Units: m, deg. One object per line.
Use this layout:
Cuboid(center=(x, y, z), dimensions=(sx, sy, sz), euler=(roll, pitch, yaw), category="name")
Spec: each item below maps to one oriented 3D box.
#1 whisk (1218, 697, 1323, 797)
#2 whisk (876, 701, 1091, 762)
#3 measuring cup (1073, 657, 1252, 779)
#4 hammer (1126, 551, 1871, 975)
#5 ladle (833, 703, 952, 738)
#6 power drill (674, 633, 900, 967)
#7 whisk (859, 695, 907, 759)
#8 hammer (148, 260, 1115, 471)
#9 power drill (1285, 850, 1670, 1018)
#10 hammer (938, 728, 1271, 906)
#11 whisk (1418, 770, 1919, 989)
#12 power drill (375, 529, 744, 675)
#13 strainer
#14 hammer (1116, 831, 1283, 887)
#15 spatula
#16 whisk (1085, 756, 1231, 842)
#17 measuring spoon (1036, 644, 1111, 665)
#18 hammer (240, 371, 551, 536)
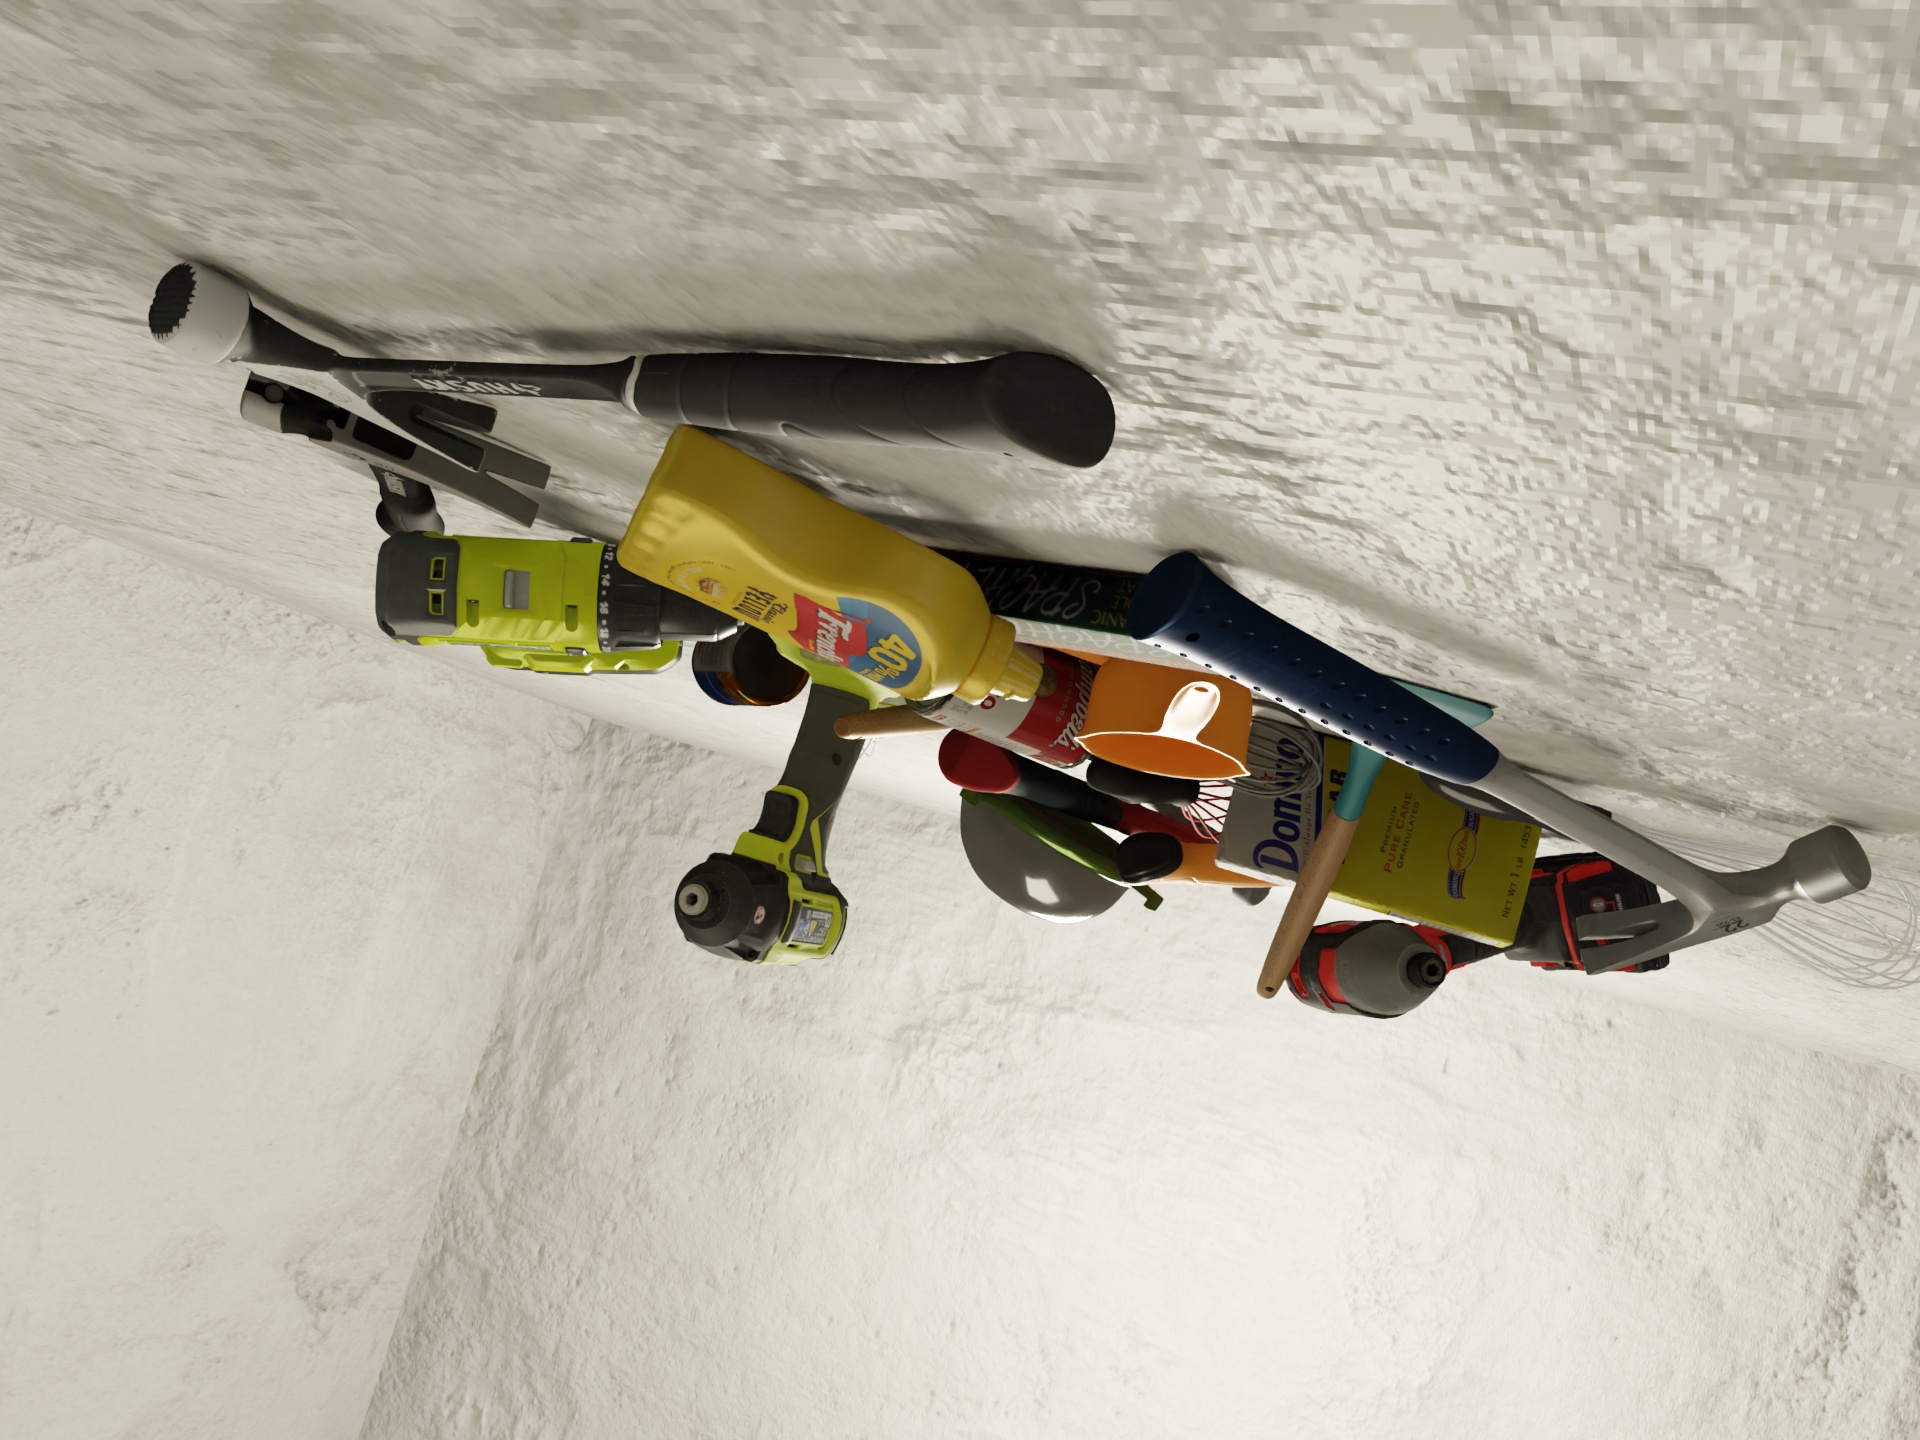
Cuboid(center=(0.103, -0.006, 0.934), dimensions=(0.239, 0.055, 0.055), euler=(18, 175, 32), category="whisk")
Cuboid(center=(0.007, 0.000, 1.249), dimensions=(0.245, 0.051, 0.047), euler=(15, 169, -11), category="whisk")
Cuboid(center=(0.112, -0.015, 0.803), dimensions=(0.095, 0.052, 0.173), euler=(12, 165, 1), category="measuring cup")
Cuboid(center=(0.237, 0.028, 0.725), dimensions=(0.405, 0.035, 0.144), euler=(24, 140, -28), category="hammer")
Cuboid(center=(-0.002, -0.003, 0.971), dimensions=(0.069, 0.031, 0.315), euler=(-17, 176, 22), category="ladle")
Cuboid(center=(-0.092, 0.028, 0.906), dimensions=(0.080, 0.223, 0.171), euler=(14, 173, 17), category="power drill")
Cuboid(center=(-0.070, -0.002, 1.412), dimensions=(0.057, 0.059, 0.246), euler=(6, 172, -14), category="whisk")
Cuboid(center=(-0.124, -0.118, 0.576), dimensions=(0.409, 0.036, 0.149), euler=(12, 173, 36), category="hammer")
Cuboid(center=(0.332, 0.142, 1.023), dimensions=(0.219, 0.078, 0.143), euler=(-10, 175, -17), category="power drill")
Cuboid(center=(0.088, 0.053, 1.084), dimensions=(0.143, 0.038, 0.386), euler=(34, -174, 34), category="hammer")
Cuboid(center=(0.385, 0.073, 0.856), dimensions=(0.284, 0.070, 0.070), euler=(21, 174, 8), category="whisk")
Cuboid(center=(-0.222, -0.068, 0.940), dimensions=(0.190, 0.080, 0.228), euler=(3, 180, -7), category="power drill")
Cuboid(center=(0.045, 0.085, 1.130), dimensions=(0.151, 0.069, 0.256), euler=(31, -176, -8), category="strainer")
Cuboid(center=(0.235, 0.101, 1.081), dimensions=(0.336, 0.034, 0.127), euler=(6, 160, -36), category="hammer")
Cuboid(center=(0.202, 0.073, 0.872), dimensions=(0.082, 0.044, 0.317), euler=(15, 139, 7), category="spatula")
Cuboid(center=(0.147, 0.044, 1.007), dimensions=(0.073, 0.073, 0.295), euler=(13, -179, 29), category="whisk")
Cuboid(center=(0.089, -0.035, 0.874), dimensions=(0.116, 0.011, 0.021), euler=(15, 163, -19), category="measuring spoon")
Cuboid(center=(-0.323, -0.136, 0.941), dimensions=(0.146, 0.035, 0.335), euler=(19, 174, -15), category="hammer")
